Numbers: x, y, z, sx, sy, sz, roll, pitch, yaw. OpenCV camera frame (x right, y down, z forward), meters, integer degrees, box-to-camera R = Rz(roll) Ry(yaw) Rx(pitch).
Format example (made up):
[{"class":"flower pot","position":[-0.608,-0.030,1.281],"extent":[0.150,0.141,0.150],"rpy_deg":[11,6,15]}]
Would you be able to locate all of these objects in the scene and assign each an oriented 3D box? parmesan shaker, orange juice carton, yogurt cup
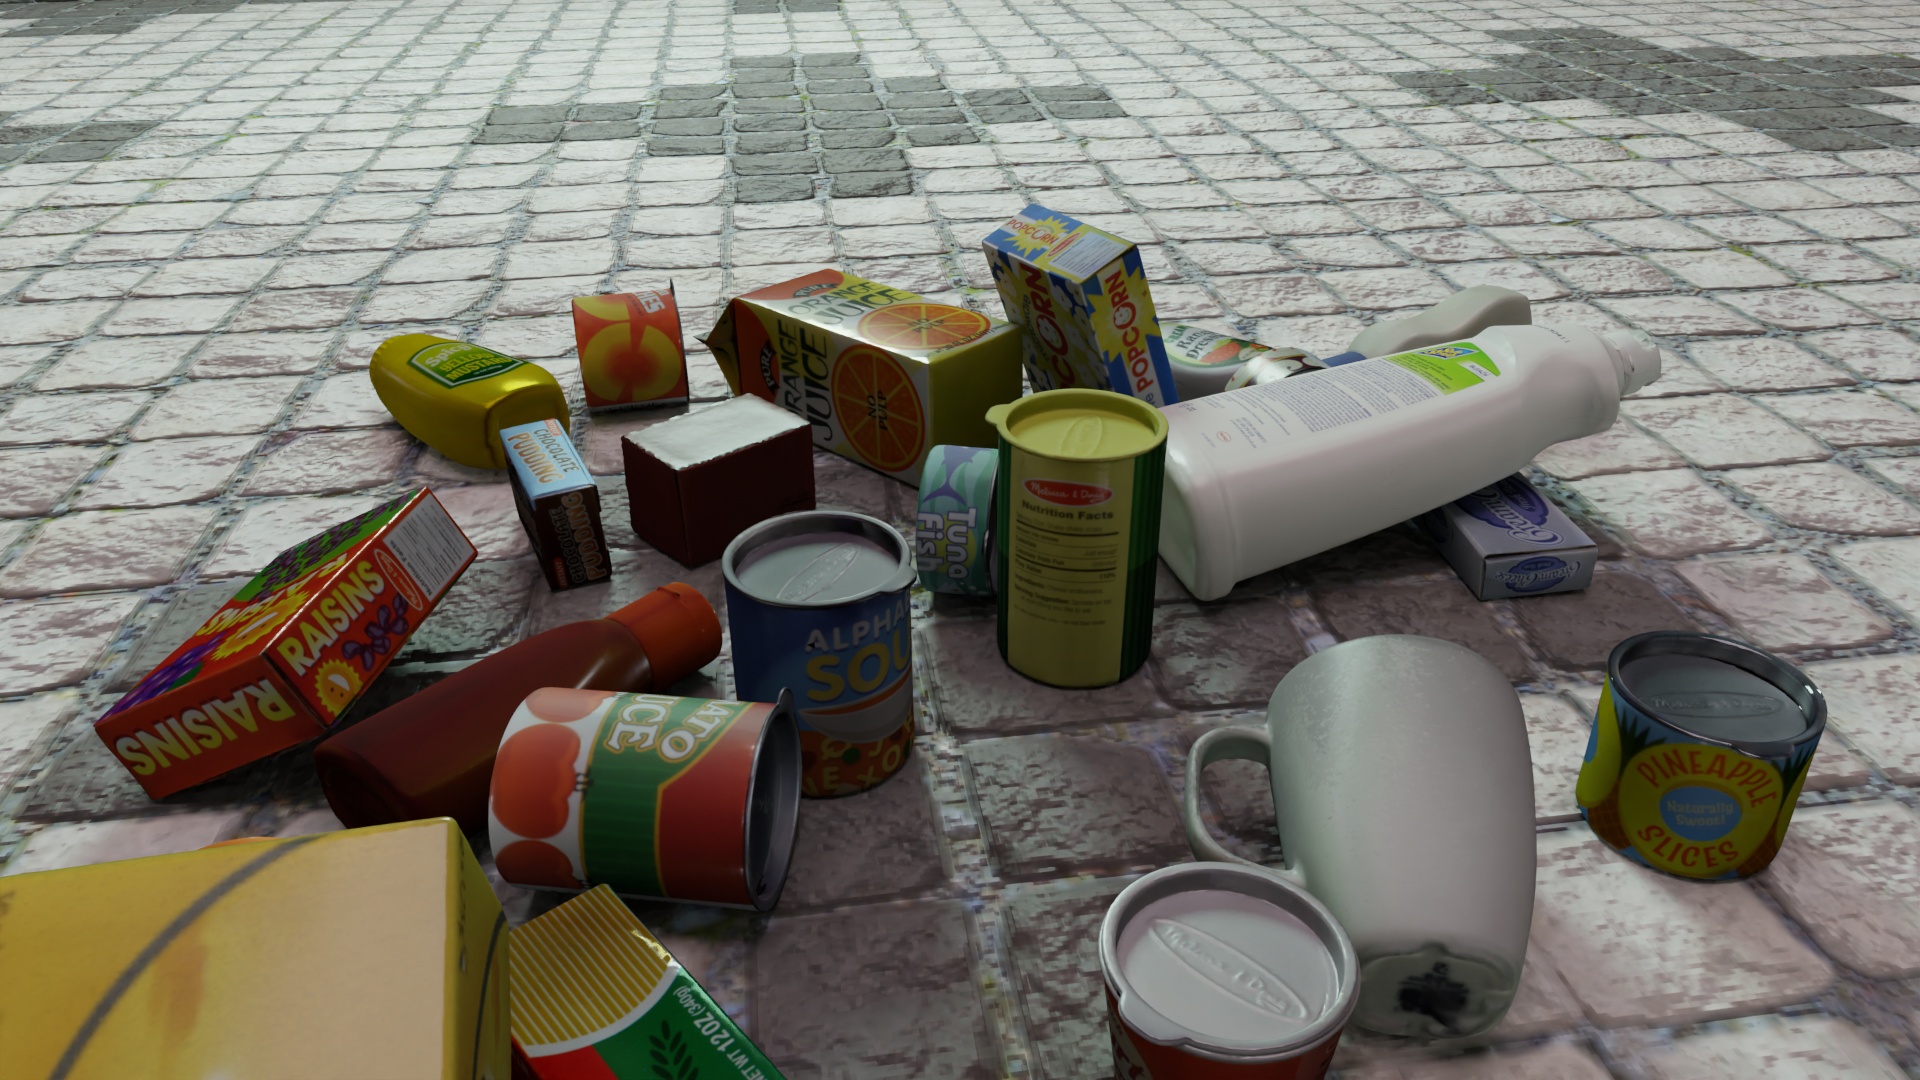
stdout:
[{"class":"parmesan shaker","position":[0.045,-0.002,0.561],"extent":[0.071,0.102,0.071],"rpy_deg":[0,29,0]},{"class":"orange juice carton","position":[-0.060,-0.098,0.763],"extent":[0.193,0.072,0.072],"rpy_deg":[24,38,37]},{"class":"yogurt cup","position":[0.070,0.129,0.377],"extent":[0.072,0.053,0.073],"rpy_deg":[0,29,0]}]

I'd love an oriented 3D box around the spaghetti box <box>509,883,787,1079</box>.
[{"class":"spaghetti box","position":[-0.046,0.168,0.336],"extent":[0.050,0.028,0.250],"rpy_deg":[-24,37,-34]}]

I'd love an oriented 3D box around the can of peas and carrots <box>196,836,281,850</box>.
[{"class":"can of peas and carrots","position":[-0.197,0.125,0.378],"extent":[0.071,0.070,0.059],"rpy_deg":[-9,30,-15]}]

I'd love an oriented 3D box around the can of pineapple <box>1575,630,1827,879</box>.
[{"class":"can of pineapple","position":[0.249,0.073,0.471],"extent":[0.071,0.057,0.071],"rpy_deg":[-1,29,0]}]

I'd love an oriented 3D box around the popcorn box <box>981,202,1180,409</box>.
[{"class":"popcorn box","position":[0.065,-0.100,0.711],"extent":[0.038,0.126,0.085],"rpy_deg":[-35,40,-15]}]

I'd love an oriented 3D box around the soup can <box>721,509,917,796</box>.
[{"class":"soup can","position":[-0.048,0.042,0.505],"extent":[0.071,0.083,0.072],"rpy_deg":[0,30,0]}]

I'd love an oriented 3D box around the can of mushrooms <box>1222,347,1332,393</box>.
[{"class":"can of mushrooms","position":[0.164,-0.061,0.704],"extent":[0.071,0.070,0.033],"rpy_deg":[-9,30,-14]}]

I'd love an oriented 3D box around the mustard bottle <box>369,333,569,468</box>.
[{"class":"mustard bottle","position":[-0.284,-0.083,0.765],"extent":[0.160,0.048,0.065],"rpy_deg":[22,35,34]}]

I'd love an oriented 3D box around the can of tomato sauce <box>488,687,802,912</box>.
[{"class":"can of tomato sauce","position":[-0.099,0.081,0.450],"extent":[0.083,0.070,0.071],"rpy_deg":[3,29,7]}]

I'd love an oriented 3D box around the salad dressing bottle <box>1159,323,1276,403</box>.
[{"class":"salad dressing bottle","position":[0.116,-0.104,0.801],"extent":[0.148,0.043,0.064],"rpy_deg":[24,38,36]}]

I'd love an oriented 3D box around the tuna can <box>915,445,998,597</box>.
[{"class":"tuna can","position":[0.002,-0.008,0.609],"extent":[0.033,0.070,0.071],"rpy_deg":[4,30,10]}]

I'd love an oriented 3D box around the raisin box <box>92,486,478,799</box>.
[{"class":"raisin box","position":[-0.253,0.036,0.533],"extent":[0.086,0.040,0.124],"rpy_deg":[-20,24,18]}]

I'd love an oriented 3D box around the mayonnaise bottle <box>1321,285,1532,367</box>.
[{"class":"mayonnaise bottle","position":[0.249,-0.097,0.771],"extent":[0.148,0.064,0.041],"rpy_deg":[-17,30,-21]}]

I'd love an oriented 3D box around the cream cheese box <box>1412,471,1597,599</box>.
[{"class":"cream cheese box","position":[0.248,-0.010,0.652],"extent":[0.053,0.024,0.104],"rpy_deg":[-5,30,-4]}]

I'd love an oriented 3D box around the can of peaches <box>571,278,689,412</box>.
[{"class":"can of peaches","position":[-0.188,-0.111,0.790],"extent":[0.058,0.071,0.071],"rpy_deg":[-9,30,-12]}]

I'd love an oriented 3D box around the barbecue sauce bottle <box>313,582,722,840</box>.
[{"class":"barbecue sauce bottle","position":[-0.154,0.061,0.513],"extent":[0.065,0.043,0.149],"rpy_deg":[15,32,35]}]

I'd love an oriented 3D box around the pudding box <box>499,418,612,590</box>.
[{"class":"pudding box","position":[-0.189,-0.019,0.648],"extent":[0.030,0.049,0.084],"rpy_deg":[-15,33,-21]}]
